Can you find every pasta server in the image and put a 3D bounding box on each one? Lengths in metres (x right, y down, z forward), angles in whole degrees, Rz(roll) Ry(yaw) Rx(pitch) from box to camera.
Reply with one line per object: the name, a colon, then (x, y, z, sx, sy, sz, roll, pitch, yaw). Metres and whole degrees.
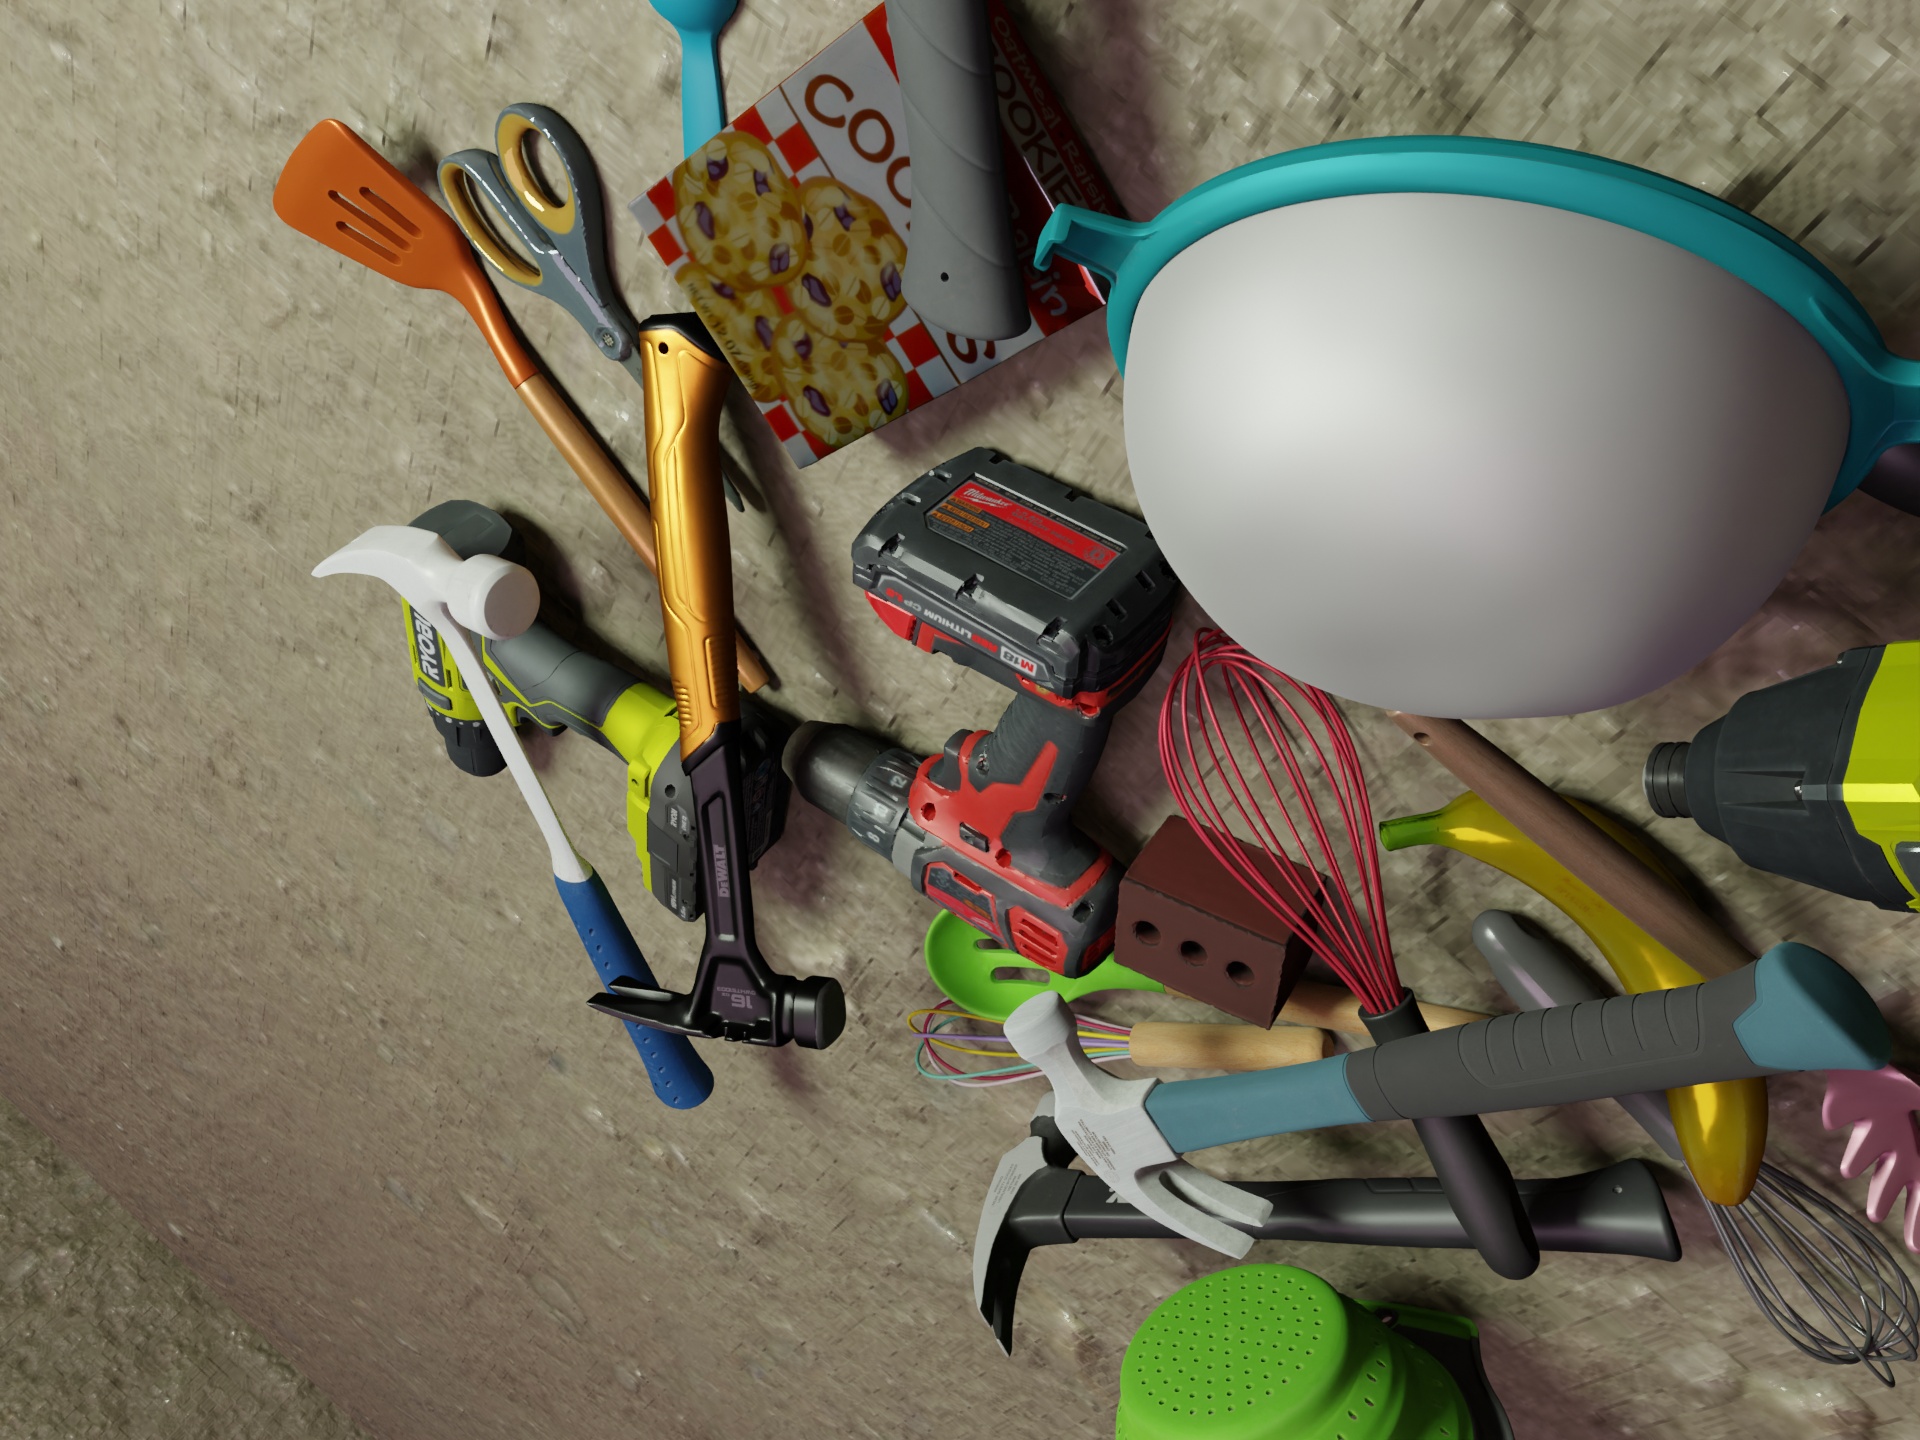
pasta server: (0.260, 0.090, 0.540, 0.316, 0.040, 0.060, 37, 145, -13)

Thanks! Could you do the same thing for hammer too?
hammer: (0.161, 0.133, 0.589, 0.331, 0.033, 0.128, -25, 102, 45)
hammer: (-0.016, -0.312, 0.445, 0.149, 0.036, 0.408, 8, 119, 31)
hammer: (0.154, 0.231, 0.735, 0.335, 0.146, 0.035, -11, 119, 34)
hammer: (-0.210, 0.068, 0.833, 0.144, 0.035, 0.405, 21, 141, 34)
hammer: (-0.122, -0.013, 0.726, 0.127, 0.034, 0.336, 3, 105, 20)

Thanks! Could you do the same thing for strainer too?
strainer: (0.183, -0.048, 0.404, 0.340, 0.095, 0.210, 9, 162, 36)

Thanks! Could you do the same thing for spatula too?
spatula: (-0.199, -0.139, 0.765, 0.081, 0.041, 0.322, -24, 107, 46)

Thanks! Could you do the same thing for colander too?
colander: (0.093, 0.357, 0.672, 0.204, 0.397, 0.094, -11, 110, 43)

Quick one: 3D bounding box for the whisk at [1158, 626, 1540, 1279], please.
whisk: (0.159, 0.095, 0.627, 0.073, 0.073, 0.296, -21, 100, 46)

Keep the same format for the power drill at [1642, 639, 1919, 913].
power drill: (0.294, 0.063, 0.401, 0.223, 0.080, 0.171, 43, 155, -27)

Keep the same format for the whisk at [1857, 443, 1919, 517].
whisk: (0.340, -0.013, 0.430, 0.285, 0.070, 0.070, 41, 139, 11)

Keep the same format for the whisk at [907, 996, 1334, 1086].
whisk: (0.069, 0.161, 0.796, 0.245, 0.051, 0.047, -7, 113, 38)

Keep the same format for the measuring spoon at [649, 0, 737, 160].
measuring spoon: (-0.106, -0.244, 0.619, 0.042, 0.021, 0.128, 23, 135, 22)

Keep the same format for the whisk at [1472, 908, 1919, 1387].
whisk: (0.286, 0.165, 0.625, 0.239, 0.055, 0.055, 47, 139, 2)

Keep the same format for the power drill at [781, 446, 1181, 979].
power drill: (-0.001, -0.002, 0.695, 0.188, 0.080, 0.226, 29, 140, 23)

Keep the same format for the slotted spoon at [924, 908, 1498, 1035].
slotted spoon: (0.121, 0.125, 0.736, 0.314, 0.031, 0.070, 5, 104, 33)

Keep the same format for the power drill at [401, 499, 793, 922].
power drill: (-0.207, 0.006, 0.864, 0.228, 0.080, 0.190, 33, 142, 16)
